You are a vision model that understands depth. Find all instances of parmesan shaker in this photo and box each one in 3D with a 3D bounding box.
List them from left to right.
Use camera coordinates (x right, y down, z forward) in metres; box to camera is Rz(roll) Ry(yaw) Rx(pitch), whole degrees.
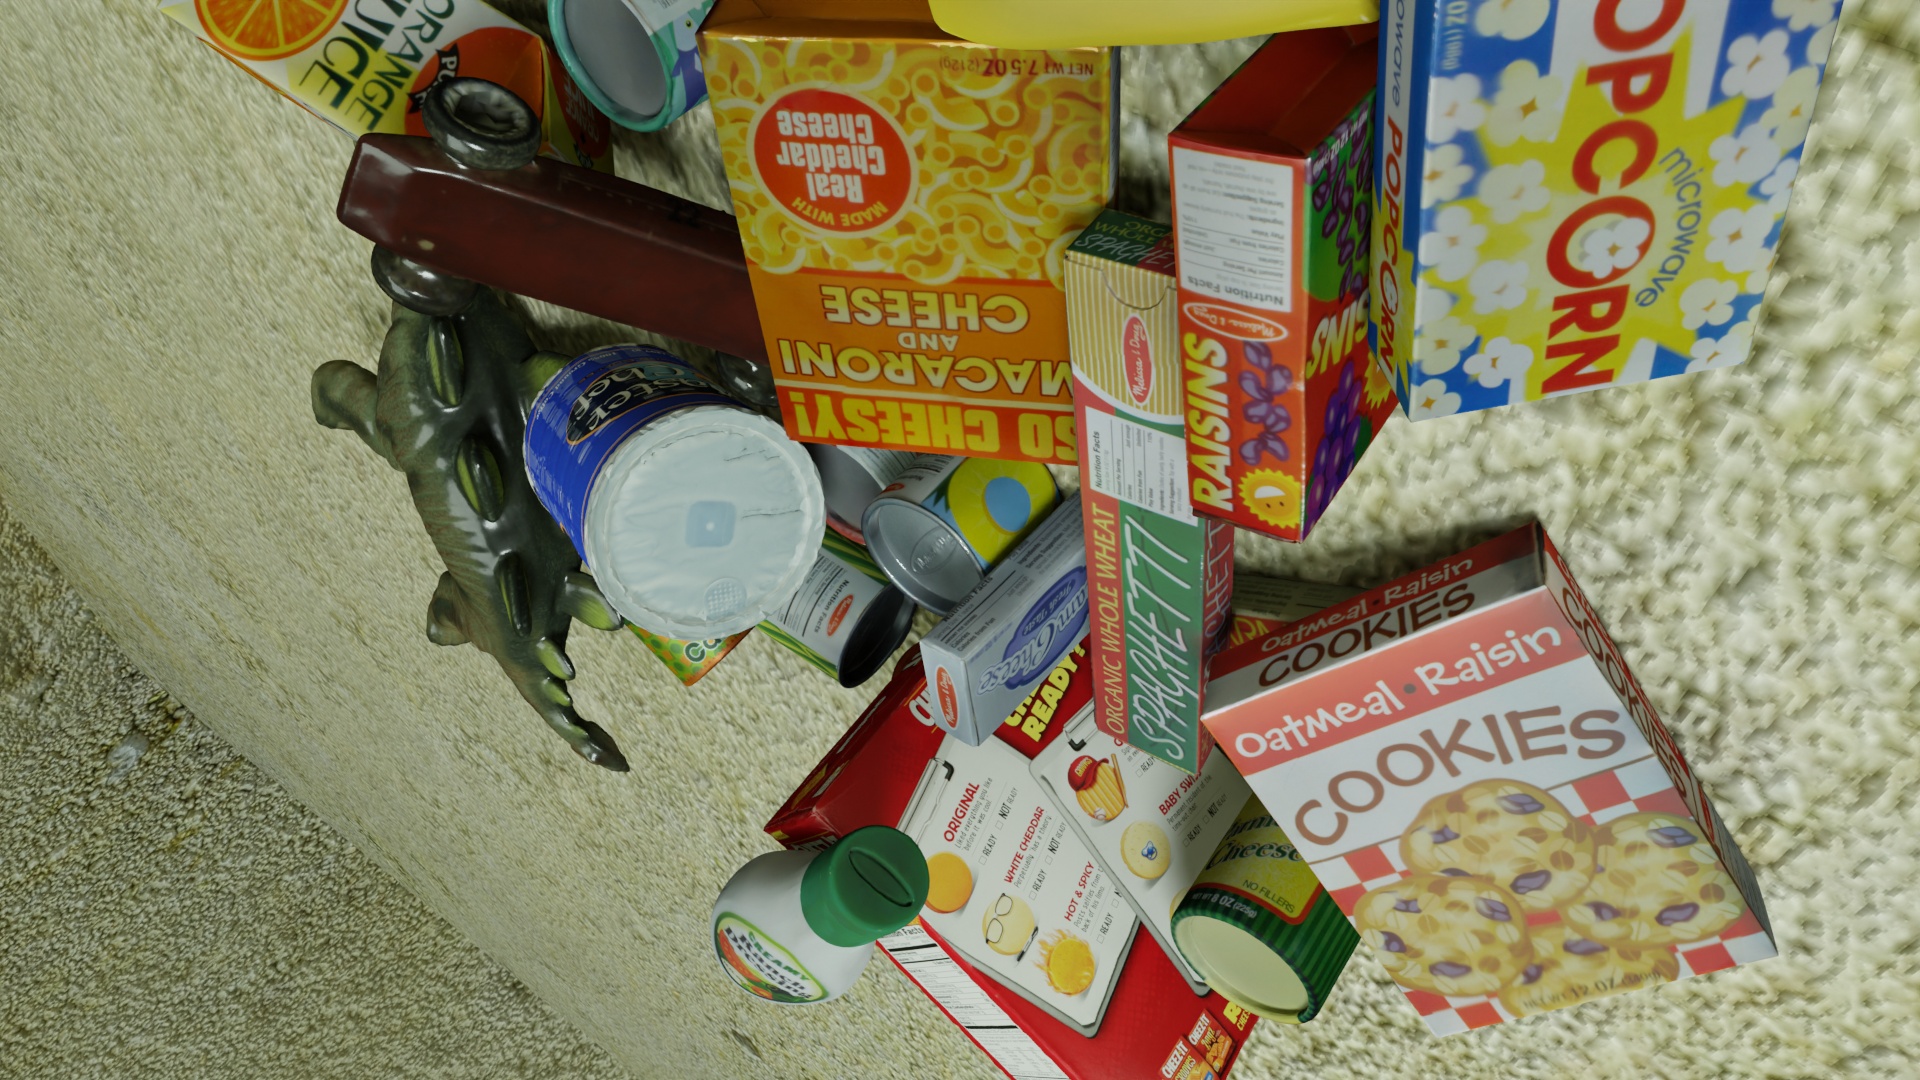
[{"bbox_3d":[0.140,0.133,0.560,0.071,0.103,0.071,28,145,22],"label":"parmesan shaker"}]

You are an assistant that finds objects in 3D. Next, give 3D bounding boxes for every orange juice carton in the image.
[{"bbox_3d":[-0.220,-0.189,0.575,0.193,0.073,0.072,32,178,10],"label":"orange juice carton"}]

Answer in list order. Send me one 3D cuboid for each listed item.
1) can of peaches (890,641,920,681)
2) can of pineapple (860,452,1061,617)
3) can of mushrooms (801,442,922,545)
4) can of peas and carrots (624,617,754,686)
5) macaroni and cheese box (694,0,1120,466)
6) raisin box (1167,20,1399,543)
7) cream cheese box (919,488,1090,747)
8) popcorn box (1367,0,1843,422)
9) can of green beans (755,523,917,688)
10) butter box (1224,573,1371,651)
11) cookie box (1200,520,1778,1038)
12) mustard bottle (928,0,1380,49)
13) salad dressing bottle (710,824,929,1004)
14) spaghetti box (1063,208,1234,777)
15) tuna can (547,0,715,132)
[{"bbox_3d":[-0.007,0.089,0.703,0.071,0.071,0.057,33,146,15],"label":"can of peaches"},{"bbox_3d":[0.002,-0.007,0.589,0.071,0.058,0.070,29,146,22],"label":"can of pineapple"},{"bbox_3d":[-0.045,-0.031,0.637,0.071,0.033,0.070,28,145,21],"label":"can of mushrooms"},{"bbox_3d":[-0.156,0.043,0.816,0.058,0.071,0.070,47,148,-8],"label":"can of peas and carrots"},{"bbox_3d":[-0.009,-0.101,0.468,0.124,0.040,0.165,6,139,10],"label":"macaroni and cheese box"},{"bbox_3d":[0.095,-0.072,0.382,0.040,0.086,0.122,19,141,30],"label":"raisin box"},{"bbox_3d":[0.028,0.030,0.561,0.024,0.104,0.053,27,144,31],"label":"cream cheese box"},{"bbox_3d":[0.140,-0.092,0.314,0.085,0.038,0.126,-10,132,3],"label":"popcorn box"},{"bbox_3d":[-0.063,0.032,0.700,0.058,0.071,0.071,31,146,19],"label":"can of green beans"},{"bbox_3d":[0.135,0.042,0.532,0.103,0.024,0.053,6,133,44],"label":"butter box"},{"bbox_3d":[0.180,0.089,0.479,0.122,0.040,0.167,-28,109,30],"label":"cookie box"},{"bbox_3d":[0.069,-0.152,0.343,0.160,0.066,0.048,9,130,29],"label":"mustard bottle"},{"bbox_3d":[-0.054,0.141,0.526,0.064,0.044,0.147,41,147,-1],"label":"salad dressing bottle"},{"bbox_3d":[0.070,-0.002,0.492,0.050,0.029,0.248,23,145,26],"label":"spaghetti box"},{"bbox_3d":[-0.124,-0.192,0.533,0.071,0.033,0.070,28,145,22],"label":"tuna can"}]
